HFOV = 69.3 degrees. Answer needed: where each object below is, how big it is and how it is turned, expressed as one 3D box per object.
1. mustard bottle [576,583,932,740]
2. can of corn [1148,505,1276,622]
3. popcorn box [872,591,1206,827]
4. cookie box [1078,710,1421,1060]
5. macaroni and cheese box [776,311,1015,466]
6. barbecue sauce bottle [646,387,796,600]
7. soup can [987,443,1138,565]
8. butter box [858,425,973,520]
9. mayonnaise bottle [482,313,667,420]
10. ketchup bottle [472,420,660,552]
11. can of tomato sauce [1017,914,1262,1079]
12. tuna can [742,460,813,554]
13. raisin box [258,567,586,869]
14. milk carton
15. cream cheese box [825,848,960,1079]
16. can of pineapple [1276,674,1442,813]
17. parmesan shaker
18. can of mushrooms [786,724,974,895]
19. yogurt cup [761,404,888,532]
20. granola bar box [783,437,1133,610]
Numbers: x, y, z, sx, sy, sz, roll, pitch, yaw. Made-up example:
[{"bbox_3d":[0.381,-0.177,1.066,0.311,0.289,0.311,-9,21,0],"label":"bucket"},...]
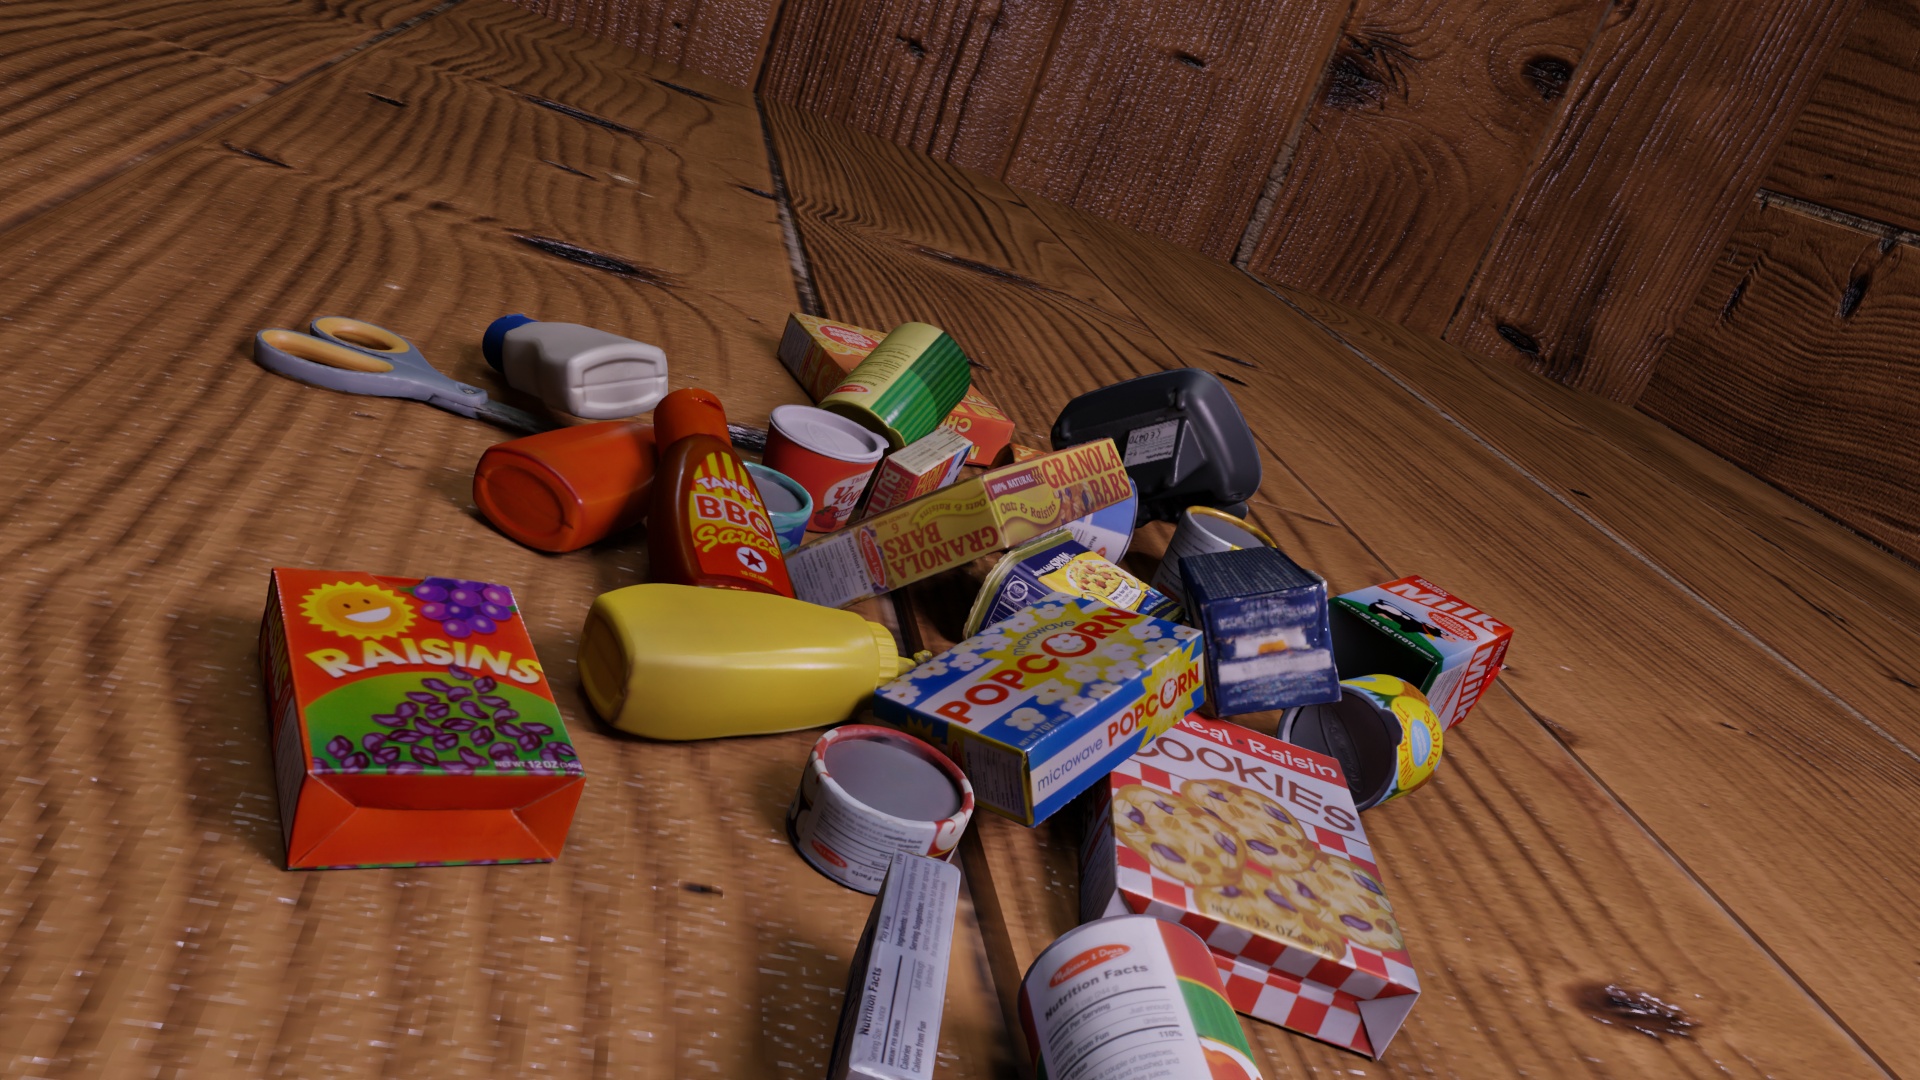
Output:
[{"bbox_3d":[-0.077,0.053,0.586,0.160,0.048,0.065,6,27,-37],"label":"mustard bottle"},{"bbox_3d":[0.165,0.018,0.900,0.071,0.058,0.071,19,21,-7],"label":"can of corn"},{"bbox_3d":[0.036,0.068,0.599,0.085,0.038,0.127,14,28,40],"label":"popcorn box"},{"bbox_3d":[0.113,0.131,0.593,0.123,0.040,0.168,20,22,-4],"label":"cookie box"},{"bbox_3d":[-0.051,-0.113,1.034,0.124,0.040,0.167,8,24,-31],"label":"macaroni and cheese box"},{"bbox_3d":[-0.120,-0.013,0.660,0.065,0.043,0.149,23,32,-37],"label":"barbecue sauce bottle"},{"bbox_3d":[0.060,-0.022,0.879,0.084,0.071,0.071,16,21,-16],"label":"soup can"},{"bbox_3d":[-0.027,-0.034,0.844,0.024,0.053,0.104,29,22,10],"label":"butter box"},{"bbox_3d":[-0.224,-0.100,0.782,0.065,0.041,0.148,-13,22,-37],"label":"mayonnaise bottle"},{"bbox_3d":[-0.178,-0.035,0.711,0.065,0.043,0.149,29,21,11],"label":"ketchup bottle"},{"bbox_3d":[0.058,0.166,0.416,0.071,0.071,0.083,16,22,-15],"label":"can of tomato sauce"},{"bbox_3d":[-0.113,-0.016,0.742,0.071,0.032,0.071,19,21,-7],"label":"tuna can"},{"bbox_3d":[-0.189,0.057,0.477,0.086,0.040,0.124,6,25,-34],"label":"raisin box"},{"bbox_3d":[0.276,0.073,0.853,0.072,0.073,0.191,34,23,31],"label":"milk carton"},{"bbox_3d":[-0.022,0.142,0.411,0.024,0.053,0.104,19,20,-3],"label":"cream cheese box"},{"bbox_3d":[0.208,0.104,0.715,0.058,0.070,0.071,-1,31,-48],"label":"can of pineapple"},{"bbox_3d":[-0.041,-0.087,0.889,0.071,0.071,0.103,26,45,12],"label":"parmesan shaker"},{"bbox_3d":[-0.030,0.101,0.534,0.071,0.033,0.071,18,21,-7],"label":"can of mushrooms"},{"bbox_3d":[-0.084,-0.040,0.801,0.072,0.053,0.072,19,20,-7],"label":"yogurt cup"},{"bbox_3d":[0.003,-0.009,0.725,0.166,0.124,0.039,-21,90,-61],"label":"granola bar box"}]
